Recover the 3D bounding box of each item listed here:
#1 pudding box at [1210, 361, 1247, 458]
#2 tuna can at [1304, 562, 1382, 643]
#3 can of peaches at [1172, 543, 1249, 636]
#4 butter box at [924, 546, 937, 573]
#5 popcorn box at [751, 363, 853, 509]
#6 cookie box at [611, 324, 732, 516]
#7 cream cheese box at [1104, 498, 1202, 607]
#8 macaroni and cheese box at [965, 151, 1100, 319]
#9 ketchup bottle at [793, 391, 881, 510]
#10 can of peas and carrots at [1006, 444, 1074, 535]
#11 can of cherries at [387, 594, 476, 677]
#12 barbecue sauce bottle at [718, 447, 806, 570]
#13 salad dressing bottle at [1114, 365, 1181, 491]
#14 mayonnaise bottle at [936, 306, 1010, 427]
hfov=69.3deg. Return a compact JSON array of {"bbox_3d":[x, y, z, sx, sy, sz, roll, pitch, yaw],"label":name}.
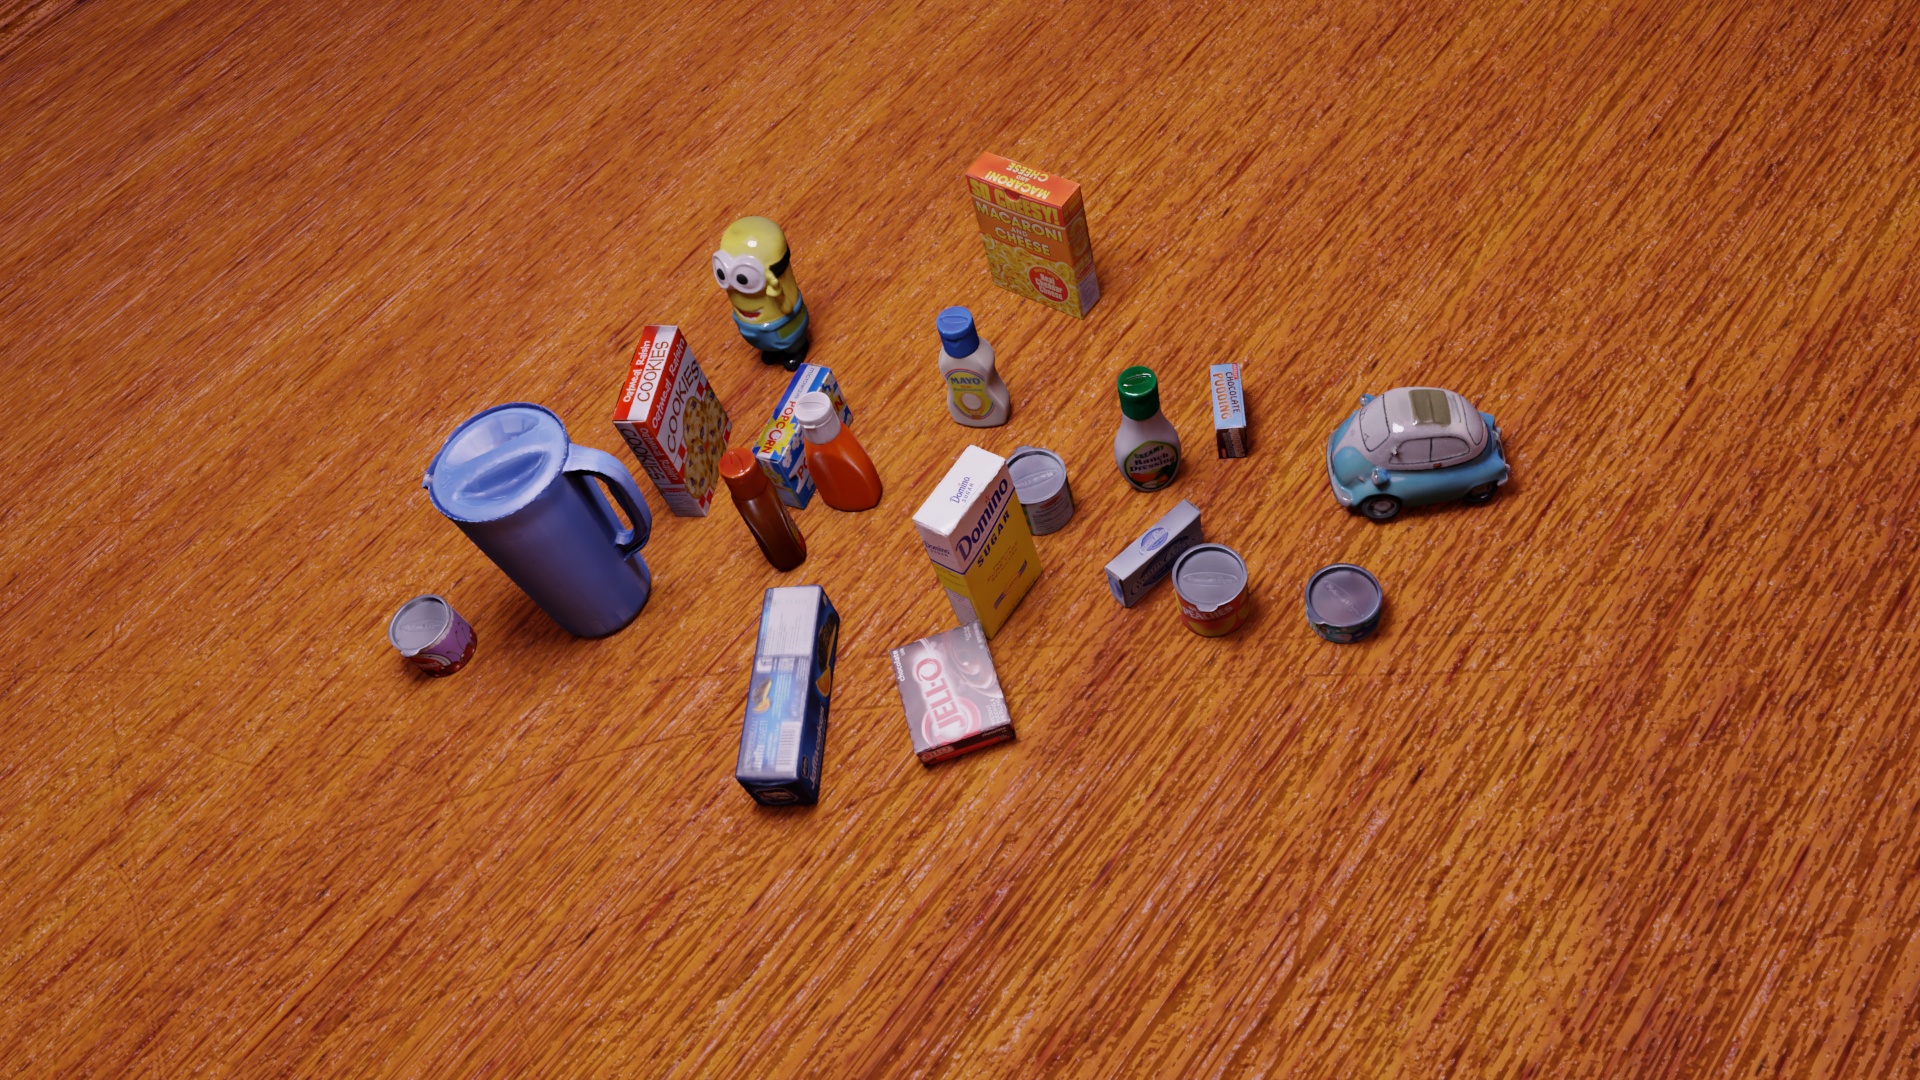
[{"bbox_3d":[0.264,-0.128,1.365,0.030,0.049,0.084,-5,56,11],"label":"pudding box"},{"bbox_3d":[0.337,0.057,1.231,0.071,0.032,0.071,-7,55,10],"label":"tuna can"},{"bbox_3d":[0.226,0.047,1.250,0.071,0.057,0.071,-7,55,10],"label":"can of peaches"},{"bbox_3d":[0.005,-0.017,1.352,0.024,0.053,0.104,21,64,25],"label":"butter box"},{"bbox_3d":[-0.163,-0.108,1.437,0.038,0.085,0.127,13,61,22],"label":"popcorn box"},{"bbox_3d":[-0.294,-0.121,1.428,0.040,0.166,0.123,0,57,14],"label":"cookie box"},{"bbox_3d":[0.181,0.012,1.288,0.104,0.053,0.024,-40,56,-13],"label":"cream cheese box"},{"bbox_3d":[0.079,-0.320,1.470,0.124,0.165,0.040,27,67,28],"label":"macaroni and cheese box"},{"bbox_3d":[-0.125,-0.087,1.374,0.065,0.148,0.044,3,58,16],"label":"ketchup bottle"},{"bbox_3d":[0.074,-0.049,1.353,0.071,0.058,0.071,-7,55,10],"label":"can of peas and carrots"},{"bbox_3d":[-0.535,0.099,1.406,0.071,0.058,0.072,-7,55,10],"label":"can of cherries"},{"bbox_3d":[-0.194,-0.033,1.355,0.044,0.148,0.065,-28,55,-5],"label":"barbecue sauce bottle"},{"bbox_3d":[0.173,-0.105,1.312,0.064,0.147,0.044,-14,55,5],"label":"salad dressing bottle"},{"bbox_3d":[0.008,-0.173,1.399,0.065,0.147,0.041,3,58,16],"label":"mayonnaise bottle"}]
